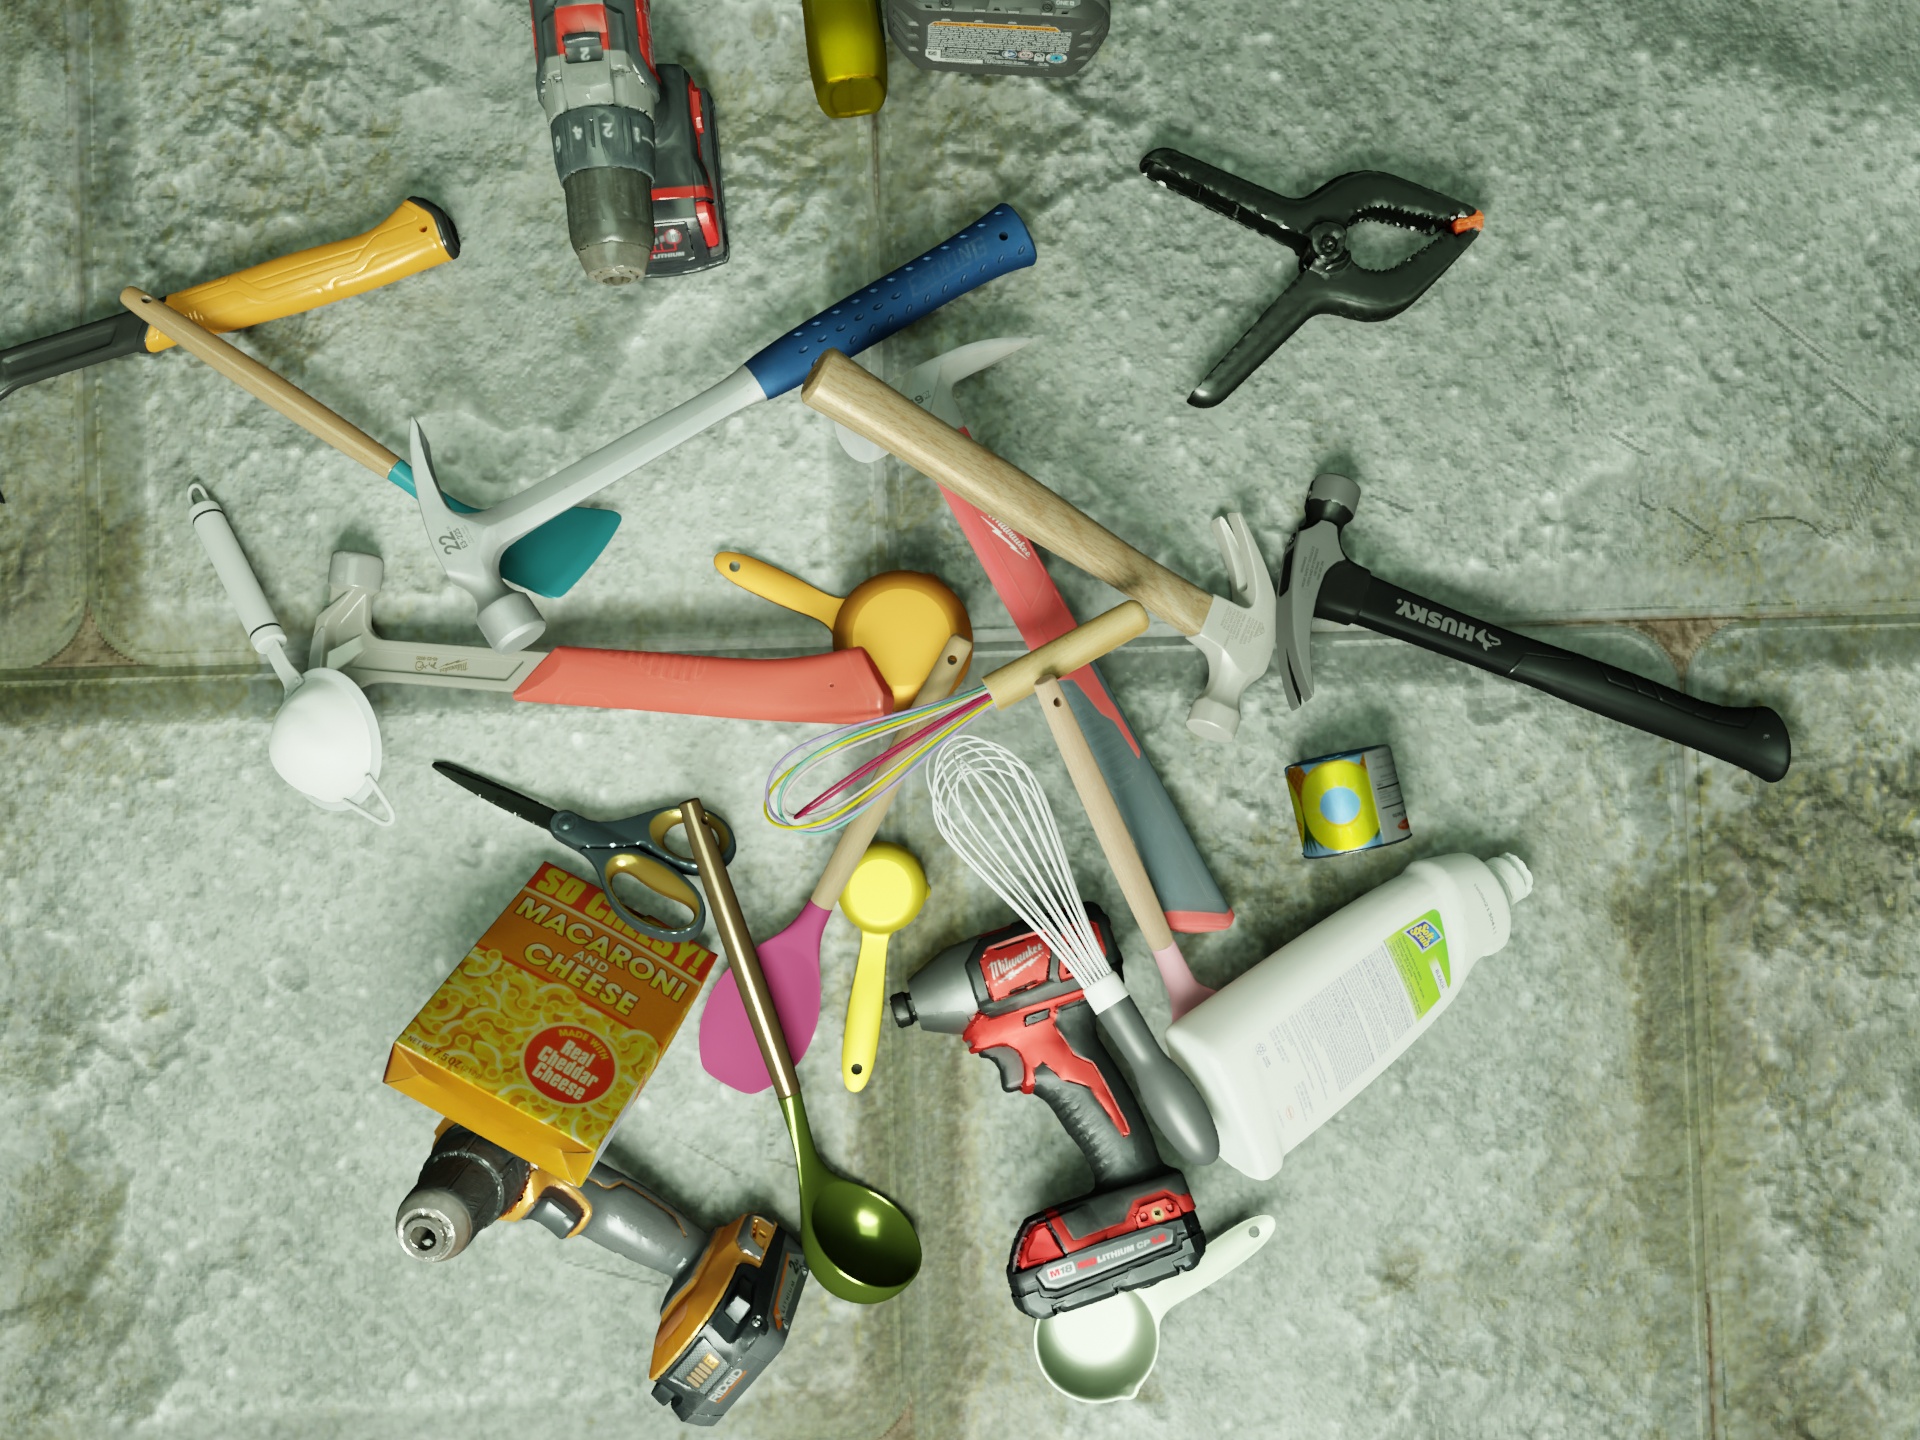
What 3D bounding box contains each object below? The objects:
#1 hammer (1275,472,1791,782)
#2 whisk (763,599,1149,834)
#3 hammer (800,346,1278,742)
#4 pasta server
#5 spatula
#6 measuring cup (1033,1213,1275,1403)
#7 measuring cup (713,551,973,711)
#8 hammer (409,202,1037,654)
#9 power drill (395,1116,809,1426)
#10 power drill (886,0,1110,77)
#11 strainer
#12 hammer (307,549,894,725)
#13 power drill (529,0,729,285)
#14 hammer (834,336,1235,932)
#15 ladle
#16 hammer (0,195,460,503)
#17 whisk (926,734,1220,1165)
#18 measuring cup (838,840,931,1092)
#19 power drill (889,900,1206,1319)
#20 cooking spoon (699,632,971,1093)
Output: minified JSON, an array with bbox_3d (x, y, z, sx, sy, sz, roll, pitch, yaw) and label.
[{"bbox_3d":[0.352,-0.030,0.978,0.334,0.035,0.146,20,73,-3],"label":"hammer"},{"bbox_3d":[0.000,-0.001,0.900,0.245,0.047,0.051,-28,104,-4],"label":"whisk"},{"bbox_3d":[0.055,-0.118,0.929,0.331,0.031,0.130,30,73,-22],"label":"hammer"},{"bbox_3d":[0.113,0.111,0.932,0.060,0.040,0.316,-32,112,-16],"label":"pasta server"},{"bbox_3d":[-0.361,-0.174,0.959,0.317,0.044,0.082,33,52,-8],"label":"spatula"},{"bbox_3d":[0.119,0.348,0.975,0.167,0.038,0.083,-33,89,-3],"label":"measuring cup"},{"bbox_3d":[-0.074,-0.066,0.973,0.173,0.052,0.095,24,89,-2],"label":"measuring cup"},{"bbox_3d":[-0.136,-0.203,0.953,0.405,0.035,0.144,-32,86,-10],"label":"hammer"},{"bbox_3d":[-0.203,0.295,0.900,0.226,0.185,0.084,39,101,-3],"label":"power drill"},{"bbox_3d":[0.019,-0.522,0.977,0.171,0.080,0.223,2,85,-2],"label":"power drill"},{"bbox_3d":[-0.414,-0.042,0.954,0.087,0.050,0.259,-42,71,26],"label":"strainer"},{"bbox_3d":[-0.219,-0.016,0.954,0.359,0.036,0.149,5,88,9],"label":"hammer"},{"bbox_3d":[-0.185,-0.315,0.890,0.080,0.226,0.188,-6,89,-1],"label":"power drill"},{"bbox_3d":[0.073,-0.046,0.971,0.143,0.038,0.386,-33,97,-33],"label":"hammer"},{"bbox_3d":[-0.100,0.195,0.946,0.062,0.078,0.320,-16,95,26],"label":"ladle"},{"bbox_3d":[-0.471,-0.244,0.982,0.337,0.034,0.127,-19,88,-1],"label":"hammer"},{"bbox_3d":[0.067,0.128,0.913,0.070,0.070,0.285,-32,80,-1],"label":"whisk"},{"bbox_3d":[-0.055,0.152,0.979,0.062,0.029,0.156,8,86,-1],"label":"measuring cup"},{"bbox_3d":[0.050,0.229,0.943,0.143,0.078,0.220,-17,75,-4],"label":"power drill"},{"bbox_3d":[-0.072,0.089,0.958,0.069,0.017,0.319,29,102,1],"label":"cooking spoon"}]
